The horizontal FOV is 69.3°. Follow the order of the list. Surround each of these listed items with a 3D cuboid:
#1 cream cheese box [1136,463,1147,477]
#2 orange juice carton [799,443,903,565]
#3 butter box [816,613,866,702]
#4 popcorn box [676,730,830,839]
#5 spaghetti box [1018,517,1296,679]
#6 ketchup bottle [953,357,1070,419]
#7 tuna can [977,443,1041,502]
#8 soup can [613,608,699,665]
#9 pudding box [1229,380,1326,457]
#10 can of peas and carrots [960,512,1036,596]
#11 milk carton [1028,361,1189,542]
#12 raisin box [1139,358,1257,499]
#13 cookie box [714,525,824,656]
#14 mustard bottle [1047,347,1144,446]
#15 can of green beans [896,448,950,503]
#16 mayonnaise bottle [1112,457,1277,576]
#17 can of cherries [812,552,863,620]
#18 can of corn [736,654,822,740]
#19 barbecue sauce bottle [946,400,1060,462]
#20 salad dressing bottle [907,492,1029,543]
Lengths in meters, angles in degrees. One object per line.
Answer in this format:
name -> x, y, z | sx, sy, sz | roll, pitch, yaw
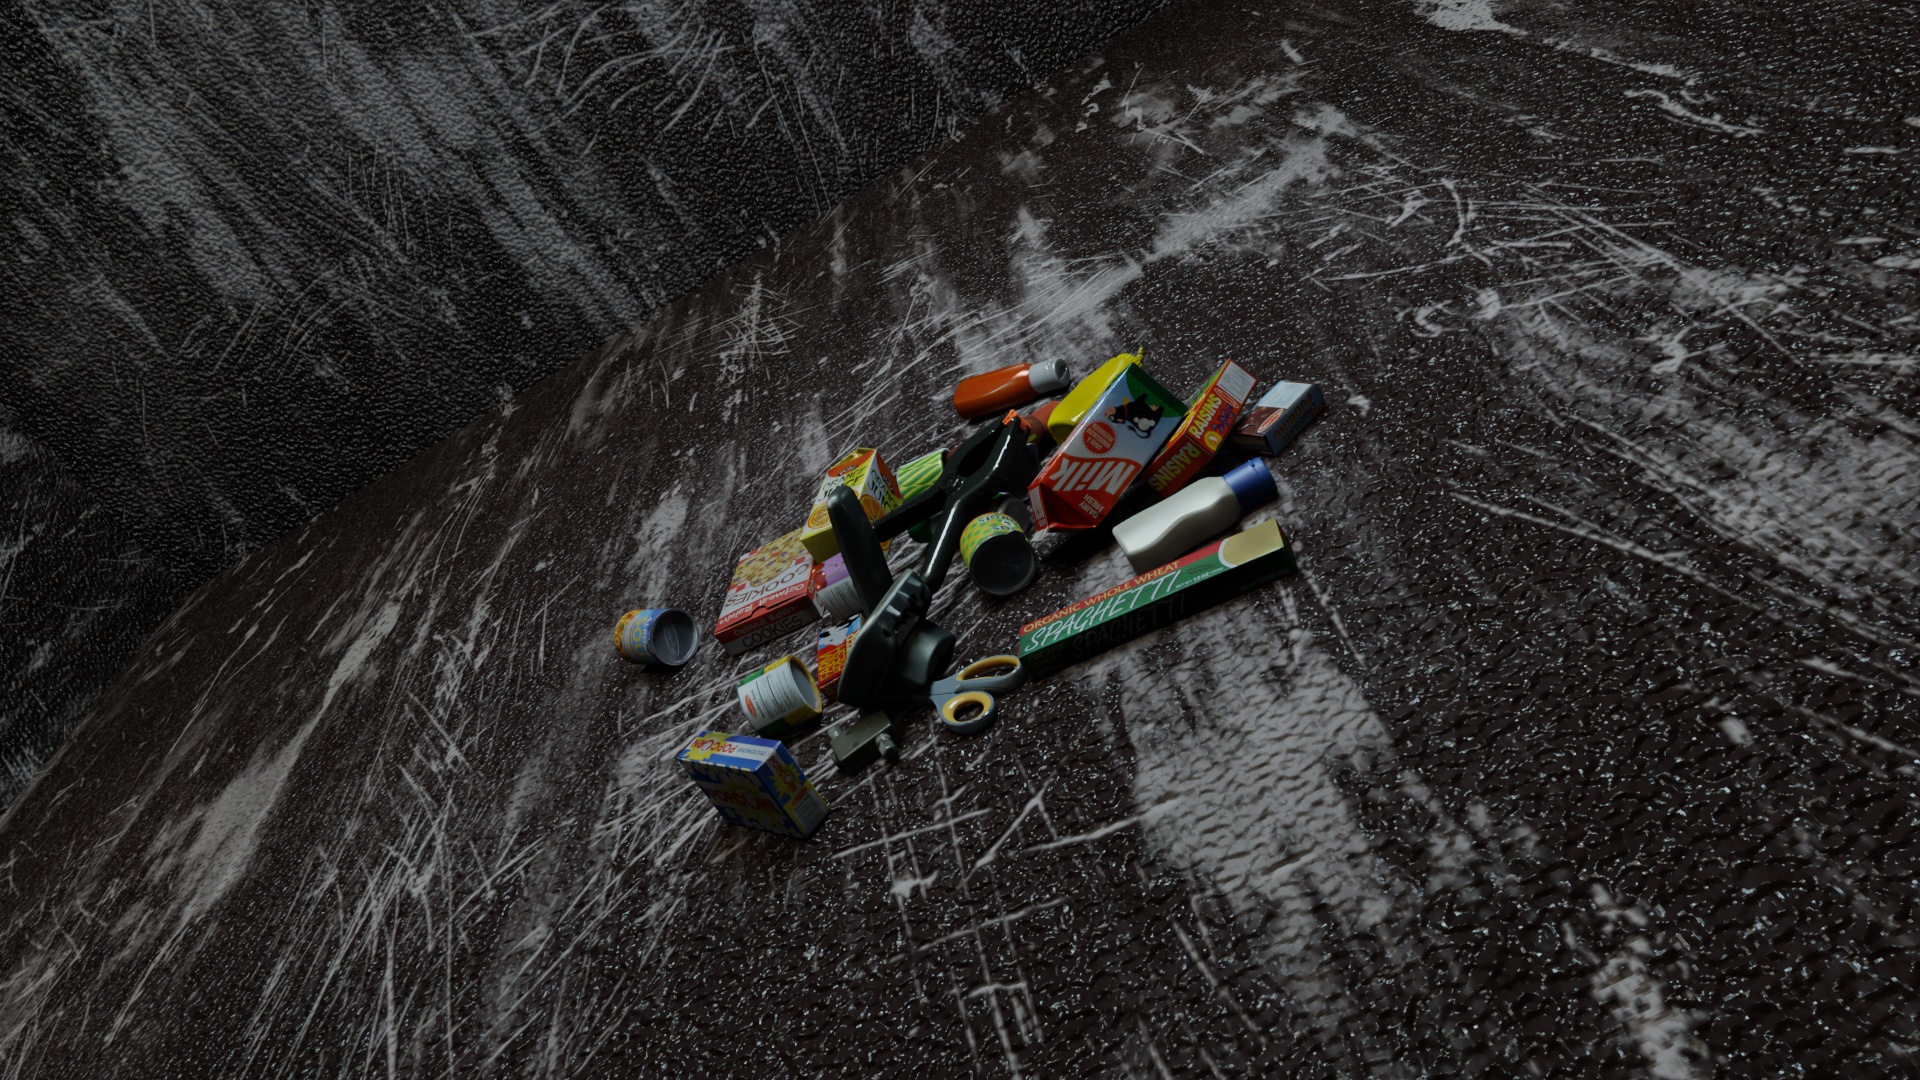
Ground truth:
cream cheese box -> 0.162, -0.080, 1.429 | 0.103, 0.024, 0.053 | -25, 26, 16
orange juice carton -> -0.120, -0.040, 1.622 | 0.073, 0.071, 0.194 | -22, 28, 21
butter box -> -0.116, 0.117, 1.395 | 0.053, 0.024, 0.104 | -28, 26, 8
popcorn box -> -0.183, 0.215, 1.227 | 0.126, 0.085, 0.038 | -2, 38, 47
spaghetti box -> 0.163, 0.052, 1.190 | 0.250, 0.028, 0.050 | -24, 26, 16
ketchup bottle -> 0.064, -0.191, 1.716 | 0.148, 0.043, 0.065 | -12, 33, 36
tuna can -> 0.053, -0.074, 1.493 | 0.071, 0.071, 0.033 | -45, 27, -24
soup can -> -0.358, 0.114, 1.622 | 0.083, 0.071, 0.072 | -5, 37, 45
pudding box -> 0.303, -0.117, 1.330 | 0.084, 0.030, 0.049 | -42, 28, -20
can of peas and carrots -> 0.037, 0.011, 1.358 | 0.071, 0.070, 0.059 | -31, 25, 3
milk carton -> 0.130, -0.073, 1.348 | 0.191, 0.073, 0.072 | -52, 2, -6
raisin box -> 0.231, -0.108, 1.348 | 0.124, 0.040, 0.085 | -54, 4, -38
cookie box -> -0.209, 0.051, 1.598 | 0.123, 0.040, 0.168 | -24, 27, 17
mustard bottle -> 0.164, -0.165, 1.550 | 0.065, 0.048, 0.161 | 4, 43, 51
can of green beans -> -0.031, -0.064, 1.571 | 0.057, 0.071, 0.071 | -22, 27, 20
mayonnaise bottle -> 0.213, -0.024, 1.256 | 0.148, 0.041, 0.065 | -29, 27, 5
can of cherries -> -0.117, 0.043, 1.479 | 0.058, 0.071, 0.072 | -28, 26, 12
can of corn -> -0.175, 0.153, 1.353 | 0.058, 0.071, 0.071 | -28, 26, 8
barbecue sauce bottle -> 0.058, -0.107, 1.556 | 0.149, 0.064, 0.043 | -33, 15, -23
salad dressing bottle -> 0.005, -0.018, 1.475 | 0.147, 0.044, 0.064 | -5, 45, 45
